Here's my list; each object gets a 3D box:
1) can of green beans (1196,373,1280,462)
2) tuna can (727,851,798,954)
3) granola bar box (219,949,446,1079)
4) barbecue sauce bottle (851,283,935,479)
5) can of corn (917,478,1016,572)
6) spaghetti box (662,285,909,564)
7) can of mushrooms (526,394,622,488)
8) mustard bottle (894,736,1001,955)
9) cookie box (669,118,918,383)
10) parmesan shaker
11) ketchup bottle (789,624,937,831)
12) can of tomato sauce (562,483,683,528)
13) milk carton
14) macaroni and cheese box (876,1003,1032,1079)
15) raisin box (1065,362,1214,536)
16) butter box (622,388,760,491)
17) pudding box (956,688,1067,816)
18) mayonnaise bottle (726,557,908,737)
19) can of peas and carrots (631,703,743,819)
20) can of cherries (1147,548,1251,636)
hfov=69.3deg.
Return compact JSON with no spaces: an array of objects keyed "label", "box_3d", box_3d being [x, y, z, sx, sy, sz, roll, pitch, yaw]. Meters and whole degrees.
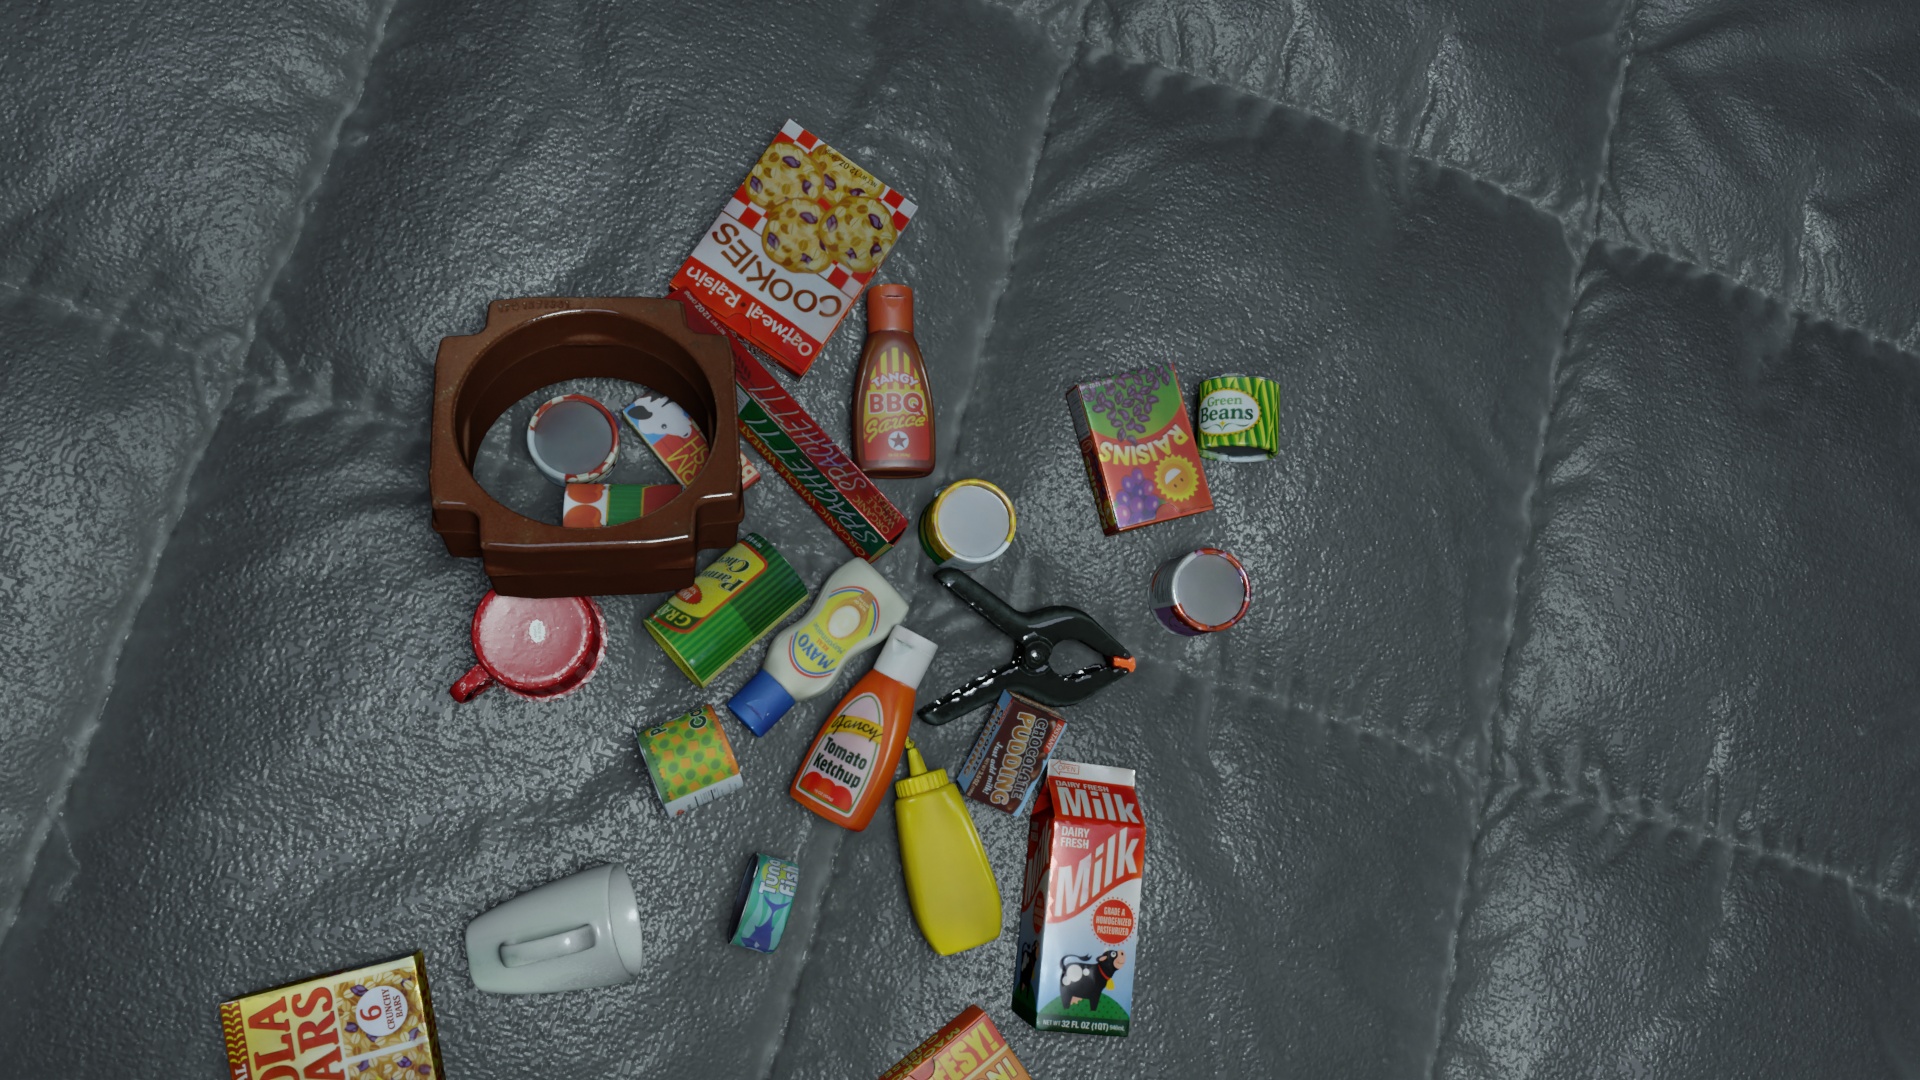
[{"label":"can of green beans","box_3d":[0.225,-0.098,1.126,0.071,0.071,0.058,6,81,-11]},{"label":"tuna can","box_3d":[-0.140,0.257,0.991,0.033,0.071,0.071,18,78,-10]},{"label":"granola bar box","box_3d":[-0.412,0.373,0.930,0.124,0.039,0.165,-11,84,-14]},{"label":"barbecue sauce bottle","box_3d":[-0.053,-0.124,1.082,0.065,0.043,0.148,0,81,-11]},{"label":"can of corn","box_3d":[0.004,-0.013,1.069,0.071,0.058,0.071,2,81,-12]},{"label":"spaghetti box","box_3d":[-0.138,-0.085,1.050,0.250,0.050,0.029,47,56,-3]},{"label":"can of mushrooms","box_3d":[-0.284,-0.075,1.030,0.071,0.033,0.071,2,81,-11]},{"label":"mustard bottle","box_3d":[-0.016,0.222,1.033,0.065,0.048,0.160,-14,84,-11]},{"label":"cookie box","box_3d":[-0.130,-0.225,1.083,0.123,0.040,0.168,34,77,-5]},{"label":"parmesan shaker","box_3d":[-0.172,0.049,1.019,0.103,0.071,0.071,-42,92,-17]},{"label":"ketchup bottle","box_3d":[-0.066,0.136,1.026,0.065,0.043,0.149,25,84,23]},{"label":"can of tomato sauce","box_3d":[-0.244,-0.010,1.013,0.083,0.071,0.071,1,81,-11]},{"label":"milk carton","box_3d":[0.089,0.263,1.037,0.072,0.073,0.191,9,79,-11]},{"label":"macaroni and cheese box","box_3d":[0.013,0.445,1.009,0.124,0.040,0.166,-34,90,-16]},{"label":"raisin box","box_3d":[0.144,-0.073,1.119,0.086,0.040,0.123,-13,85,-15]},{"label":"butter box","box_3d":[-0.203,-0.071,1.052,0.053,0.024,0.103,-40,91,-14]},{"label":"pudding box","box_3d":[0.039,0.161,1.049,0.049,0.030,0.083,26,96,-17]},{"label":"mayonnaise bottle","box_3d":[-0.109,0.083,1.039,0.065,0.041,0.148,46,75,-4]},{"label":"can of peas and carrots","box_3d":[-0.195,0.156,0.996,0.059,0.071,0.071,-21,87,-15]},{"label":"can of cherries","box_3d":[0.191,0.042,1.101,0.071,0.058,0.071,2,81,-11]}]
